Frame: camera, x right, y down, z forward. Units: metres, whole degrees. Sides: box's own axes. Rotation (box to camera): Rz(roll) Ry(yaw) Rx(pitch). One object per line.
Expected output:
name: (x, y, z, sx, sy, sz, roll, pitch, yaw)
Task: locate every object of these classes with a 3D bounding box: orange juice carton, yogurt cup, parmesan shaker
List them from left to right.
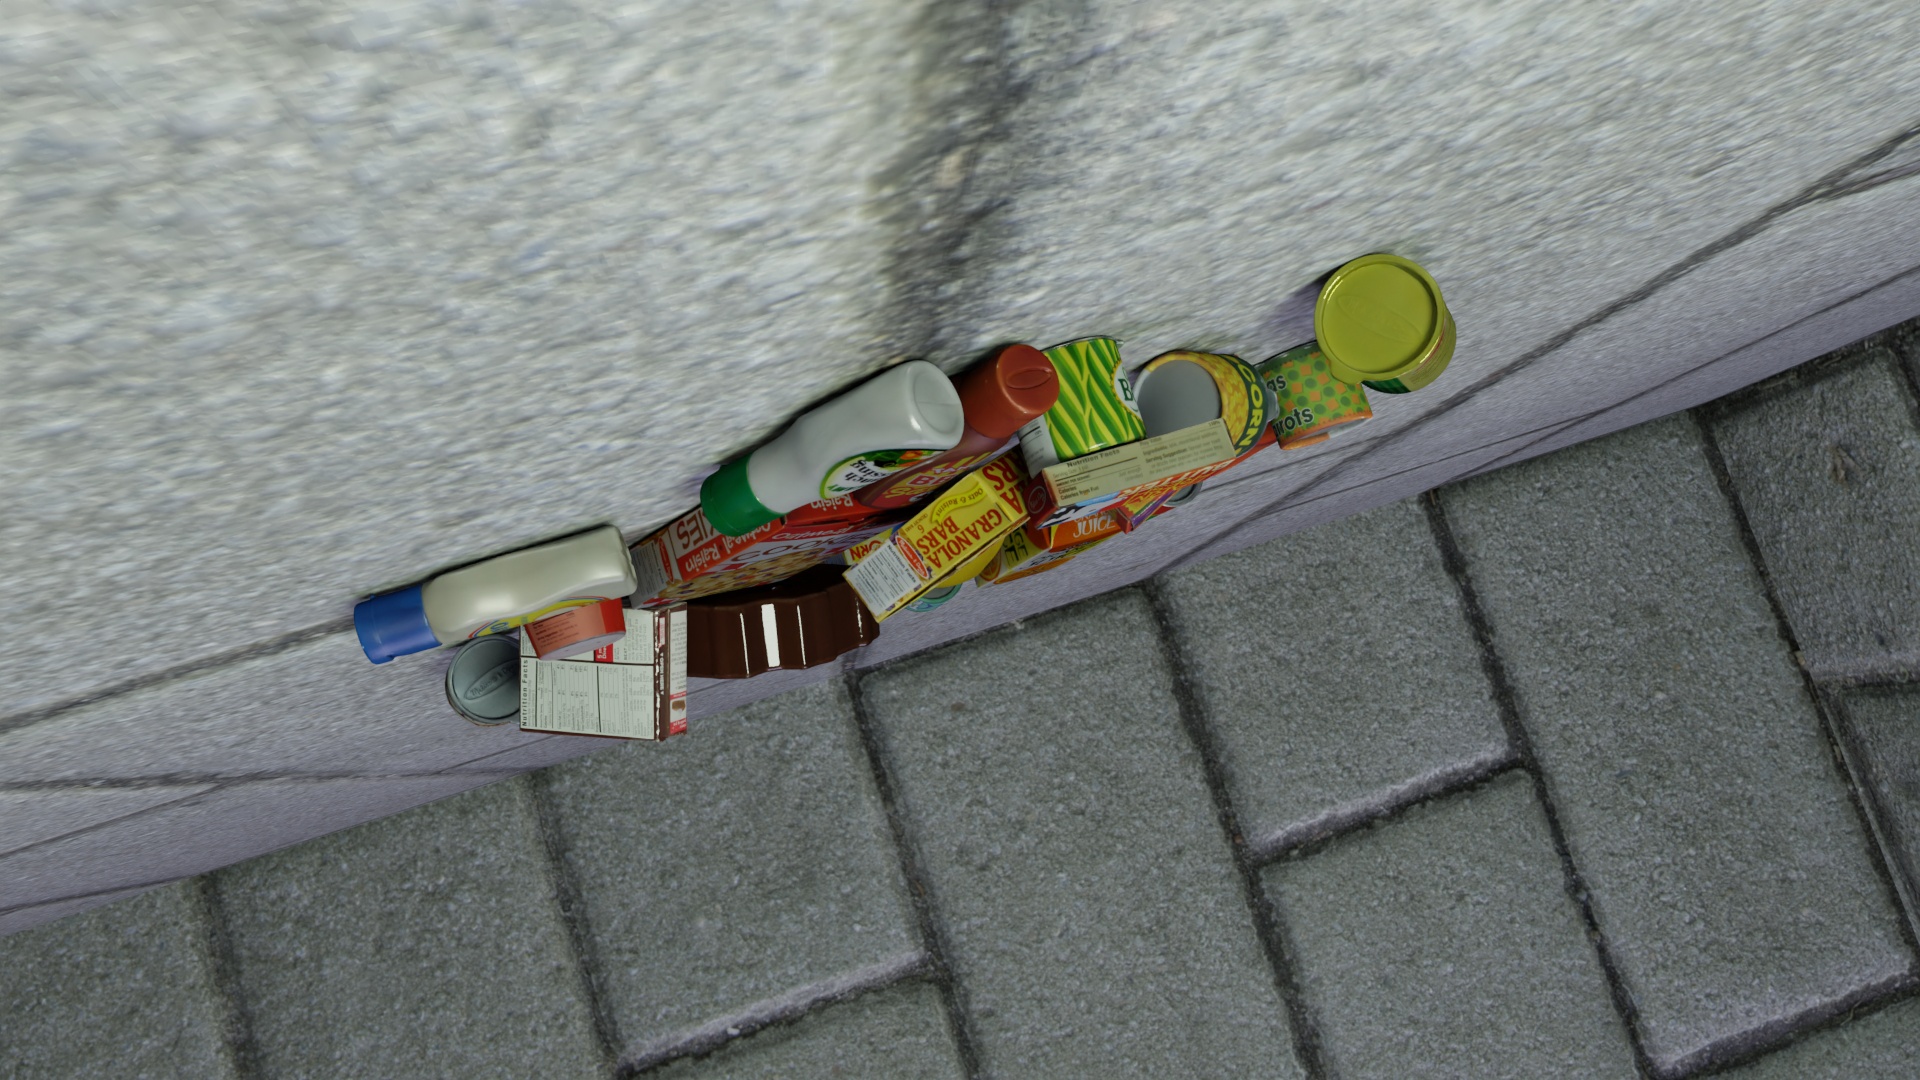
yogurt cup: (-0.240, 0.041, 0.856, 0.072, 0.054, 0.072, -18, 172, -2)
orange juice carton: (0.066, -0.024, 1.038, 0.072, 0.073, 0.192, -15, 172, -23)
parmesan shaker: (0.236, -0.115, 0.773, 0.071, 0.071, 0.103, -21, 173, 21)

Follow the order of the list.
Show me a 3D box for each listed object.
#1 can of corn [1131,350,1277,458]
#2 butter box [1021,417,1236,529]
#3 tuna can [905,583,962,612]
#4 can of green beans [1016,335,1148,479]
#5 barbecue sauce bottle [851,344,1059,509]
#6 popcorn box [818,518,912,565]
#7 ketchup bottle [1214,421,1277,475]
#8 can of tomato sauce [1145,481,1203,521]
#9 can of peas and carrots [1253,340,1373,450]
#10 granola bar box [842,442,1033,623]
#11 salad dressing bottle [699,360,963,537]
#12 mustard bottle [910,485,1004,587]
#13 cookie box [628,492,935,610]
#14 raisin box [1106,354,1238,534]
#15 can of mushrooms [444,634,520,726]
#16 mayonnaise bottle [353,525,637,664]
can of corn: (0.144, -0.079, 0.826, 0.071, 0.071, 0.058, -23, 170, 35)
butter box: (0.088, -0.034, 0.724, 0.104, 0.024, 0.053, -16, 172, -13)
tuna can: (-0.033, 0.029, 1.218, 0.071, 0.071, 0.032, -14, 170, -27)
can of green beans: (0.060, -0.069, 0.737, 0.071, 0.058, 0.071, -18, 173, -2)
barbecue sauce bottle: (-0.003, -0.058, 0.723, 0.065, 0.043, 0.148, -16, 173, -33)
popcorn box: (-0.060, 0.011, 1.136, 0.127, 0.038, 0.085, -13, 172, -34)
ketchup bottle: (0.203, -0.076, 1.090, 0.065, 0.043, 0.148, -15, 173, -15)
can of tomato sauce: (0.133, -0.047, 1.055, 0.071, 0.071, 0.083, -14, 172, -28)
can of peas and carrots: (0.237, -0.099, 0.945, 0.071, 0.059, 0.071, -18, 172, -2)
granola bar box: (0.022, -0.022, 0.830, 0.123, 0.039, 0.166, -37, 179, 38)
salad dressing bottle: (-0.067, -0.042, 0.689, 0.147, 0.044, 0.064, -22, 170, 34)
mustard bottle: (0.004, -0.013, 1.028, 0.049, 0.065, 0.159, -15, 166, -23)
cookie box: (-0.115, -0.005, 0.863, 0.123, 0.040, 0.167, -10, 169, -47)
raisin box: (0.145, -0.060, 0.913, 0.123, 0.040, 0.086, -41, 172, 1)
can of mushrooms: (-0.346, 0.107, 1.031, 0.071, 0.071, 0.033, -14, 173, -27)
mayonnaise bottle: (-0.260, 0.031, 0.781, 0.148, 0.041, 0.064, -17, 174, -10)
